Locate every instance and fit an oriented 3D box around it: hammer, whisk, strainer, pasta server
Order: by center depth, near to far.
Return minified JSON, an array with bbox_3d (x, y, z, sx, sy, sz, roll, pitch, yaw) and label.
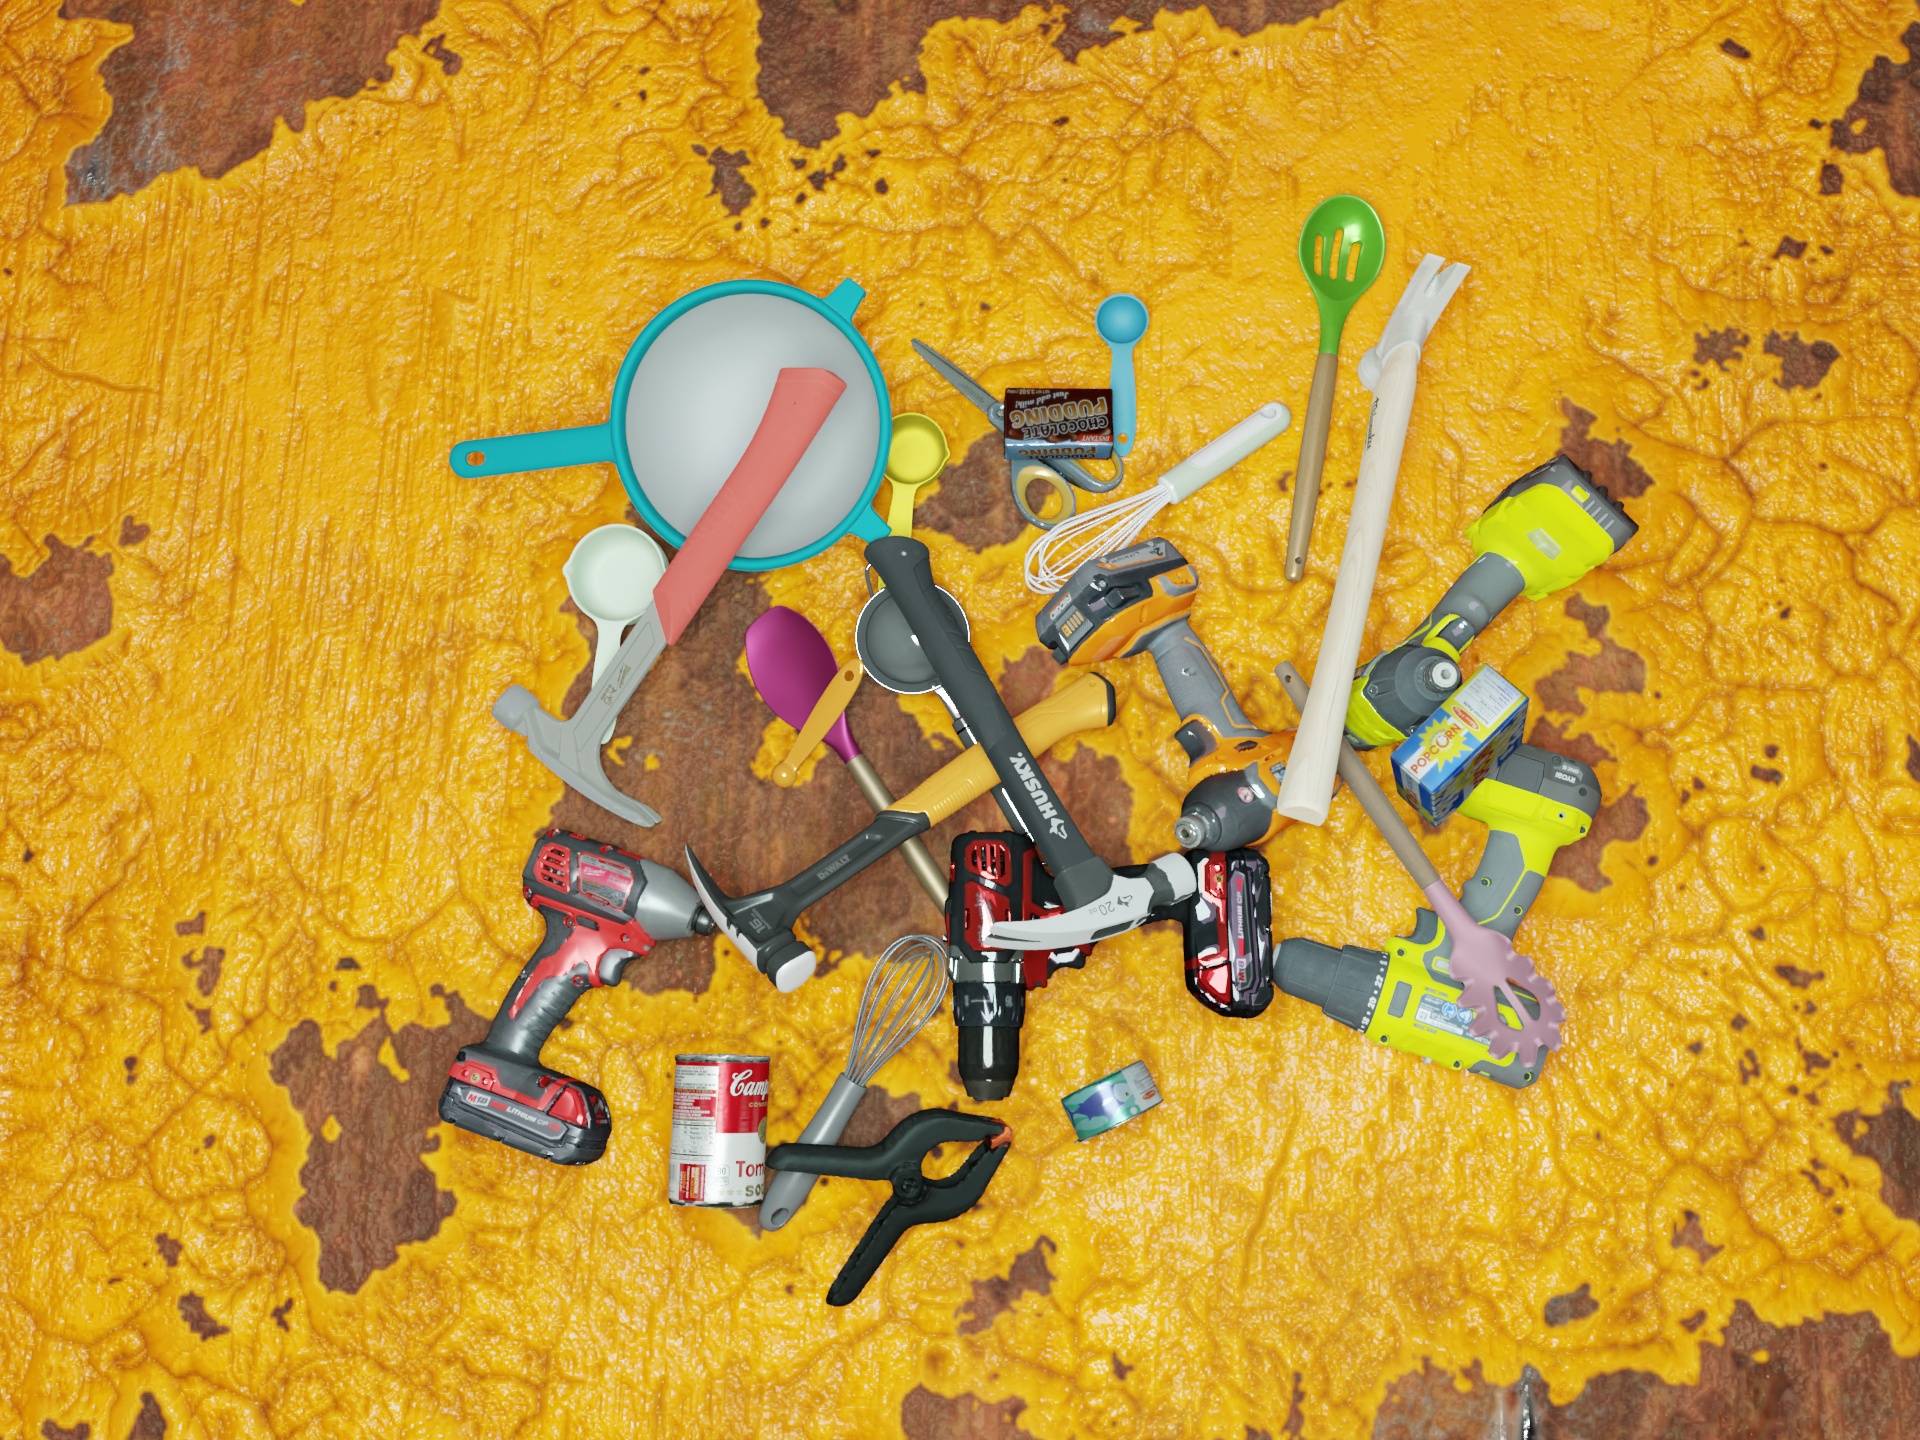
[{"bbox_3d":[0.302,0.088,1.077,0.060,0.040,0.316,-37,70,18],"label":"pasta server"},{"bbox_3d":[0.281,-0.125,1.100,0.038,0.146,0.411,16,69,1],"label":"hammer"},{"bbox_3d":[0.018,0.006,1.101,0.146,0.035,0.335,-21,66,-23],"label":"hammer"},{"bbox_3d":[-0.027,0.054,1.116,0.337,0.034,0.127,-32,55,-24],"label":"hammer"},{"bbox_3d":[-0.079,0.258,1.134,0.055,0.055,0.239,30,86,9],"label":"whisk"},{"bbox_3d":[-0.189,-0.099,1.159,0.149,0.037,0.359,37,100,1],"label":"hammer"},{"bbox_3d":[-0.002,-0.004,1.186,0.087,0.050,0.258,-30,84,-1],"label":"strainer"},{"bbox_3d":[0.151,-0.171,1.208,0.246,0.059,0.058,-34,51,-8],"label":"whisk"},{"bbox_3d":[-0.213,-0.215,1.214,0.340,0.095,0.211,-5,97,9],"label":"strainer"}]

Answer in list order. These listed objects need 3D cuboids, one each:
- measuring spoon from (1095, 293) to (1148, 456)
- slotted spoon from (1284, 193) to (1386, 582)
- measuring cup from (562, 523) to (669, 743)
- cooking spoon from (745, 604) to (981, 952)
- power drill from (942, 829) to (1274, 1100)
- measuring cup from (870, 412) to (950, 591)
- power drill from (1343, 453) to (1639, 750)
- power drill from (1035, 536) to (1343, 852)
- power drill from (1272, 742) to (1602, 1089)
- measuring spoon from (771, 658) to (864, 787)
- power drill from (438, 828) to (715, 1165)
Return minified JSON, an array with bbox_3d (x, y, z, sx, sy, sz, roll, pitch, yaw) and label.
[{"bbox_3d":[0.126,-0.269,1.246,0.042,0.021,0.128,0,87,3],"label":"measuring spoon"},{"bbox_3d":[0.275,-0.255,1.218,0.070,0.031,0.314,12,78,-5],"label":"slotted spoon"},{"bbox_3d":[-0.264,-0.065,1.221,0.083,0.038,0.167,5,89,5],"label":"measuring cup"},{"bbox_3d":[-0.066,0.050,1.188,0.068,0.017,0.319,-37,78,16],"label":"cooking spoon"},{"bbox_3d":[0.100,0.172,1.116,0.226,0.080,0.188,0,78,2],"label":"power drill"},{"bbox_3d":[-0.044,-0.159,1.233,0.062,0.029,0.156,8,91,6],"label":"measuring cup"},{"bbox_3d":[0.359,-0.075,1.110,0.080,0.171,0.223,44,80,2],"label":"power drill"},{"bbox_3d":[0.155,-0.011,1.121,0.164,0.084,0.226,-23,72,-45],"label":"power drill"},{"bbox_3d":[0.337,0.123,1.119,0.190,0.080,0.228,19,82,12],"label":"power drill"},{"bbox_3d":[-0.107,0.002,1.187,0.021,0.011,0.117,38,102,15],"label":"measuring spoon"},{"bbox_3d":[-0.272,0.199,1.146,0.143,0.078,0.220,18,77,7],"label":"power drill"}]
